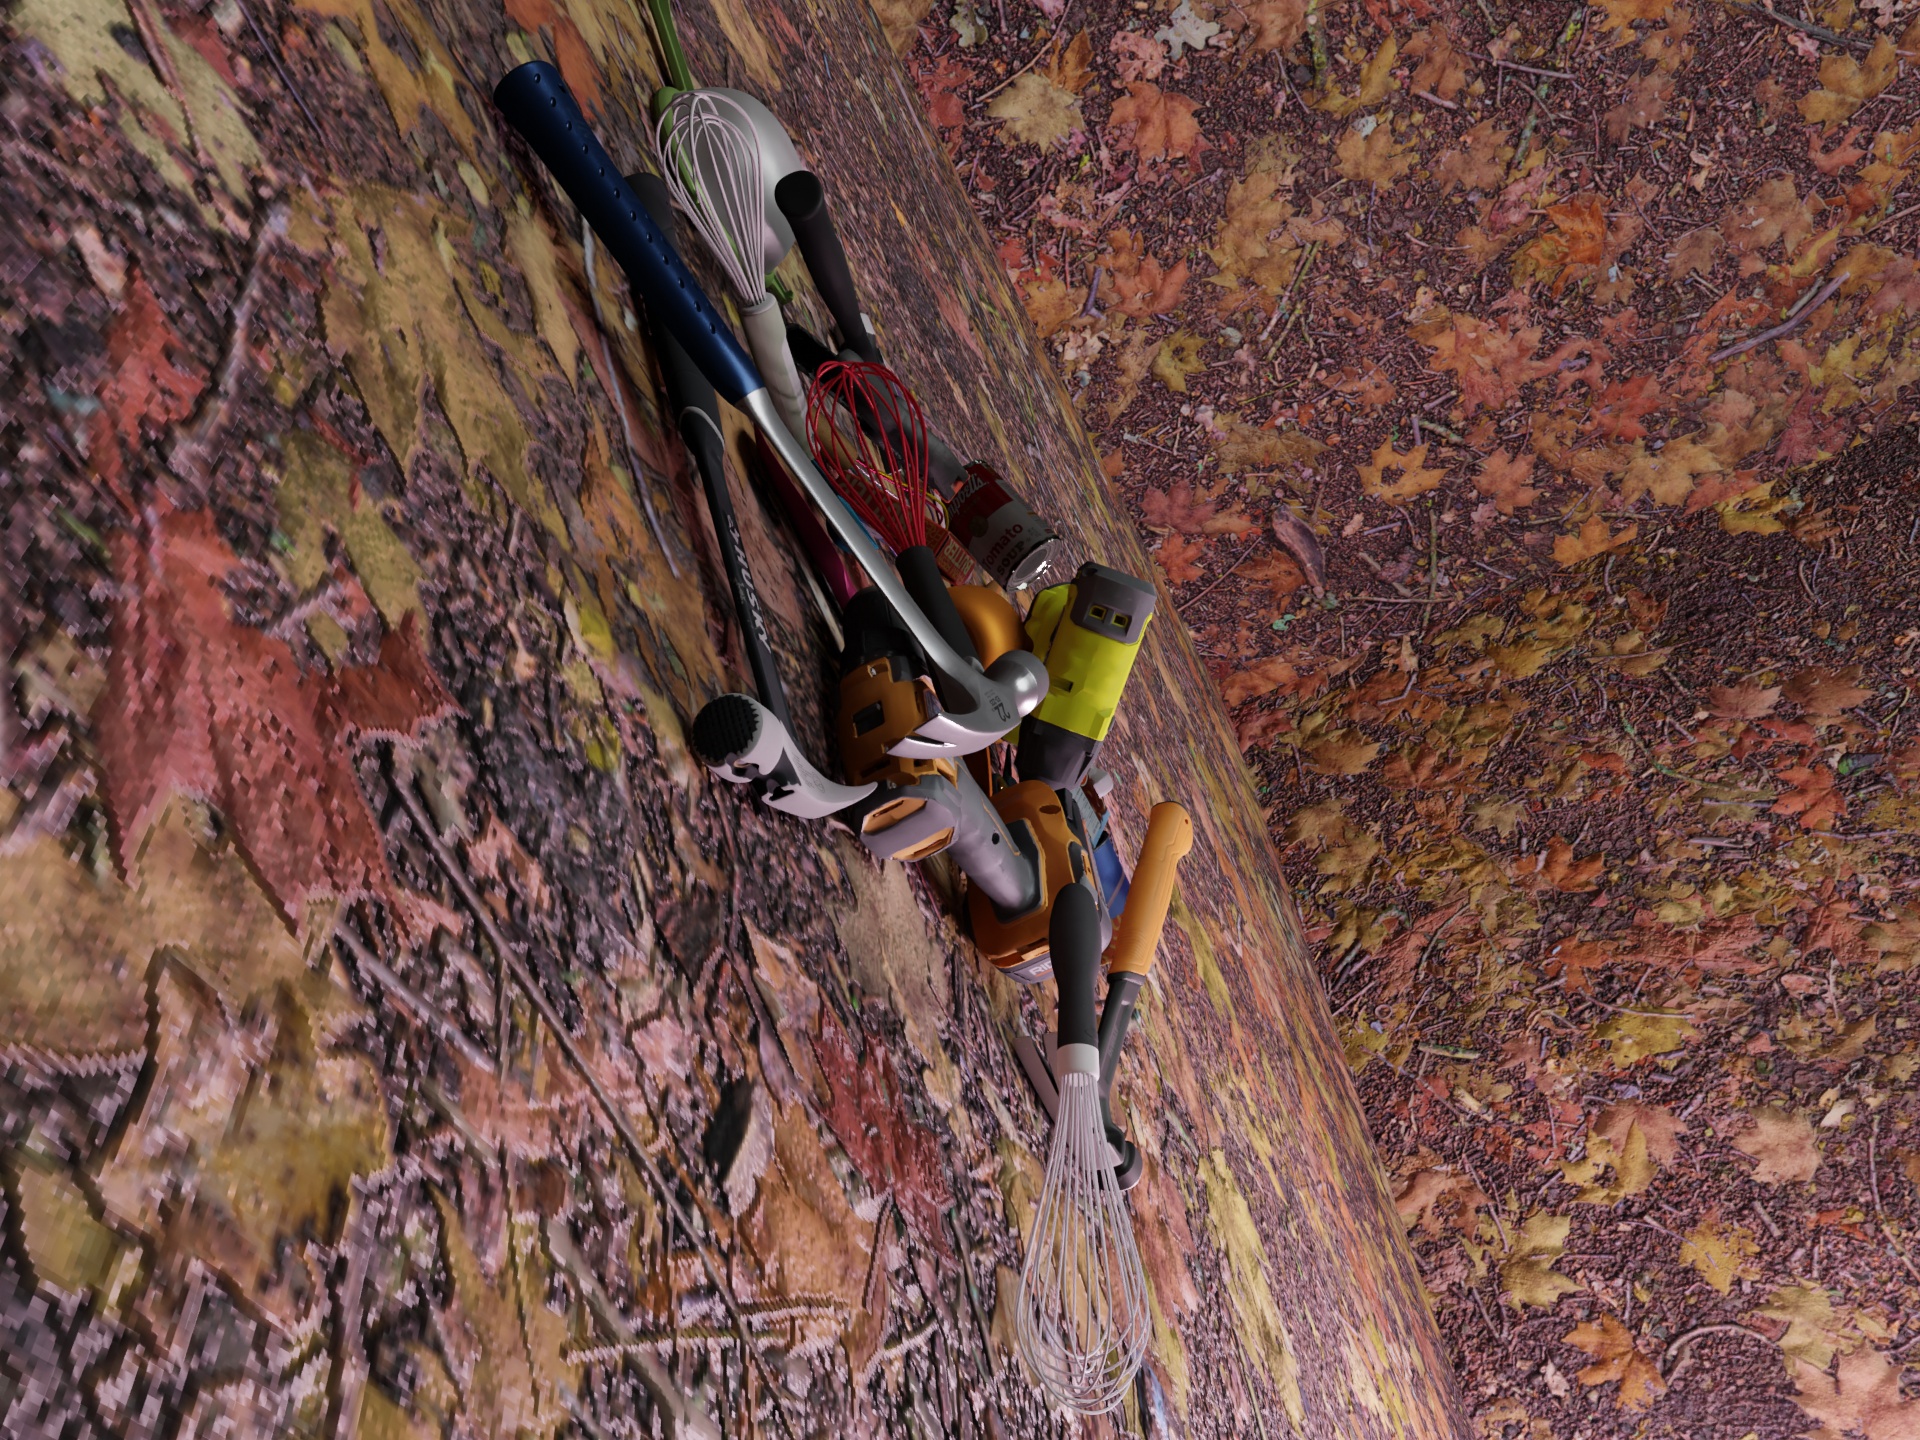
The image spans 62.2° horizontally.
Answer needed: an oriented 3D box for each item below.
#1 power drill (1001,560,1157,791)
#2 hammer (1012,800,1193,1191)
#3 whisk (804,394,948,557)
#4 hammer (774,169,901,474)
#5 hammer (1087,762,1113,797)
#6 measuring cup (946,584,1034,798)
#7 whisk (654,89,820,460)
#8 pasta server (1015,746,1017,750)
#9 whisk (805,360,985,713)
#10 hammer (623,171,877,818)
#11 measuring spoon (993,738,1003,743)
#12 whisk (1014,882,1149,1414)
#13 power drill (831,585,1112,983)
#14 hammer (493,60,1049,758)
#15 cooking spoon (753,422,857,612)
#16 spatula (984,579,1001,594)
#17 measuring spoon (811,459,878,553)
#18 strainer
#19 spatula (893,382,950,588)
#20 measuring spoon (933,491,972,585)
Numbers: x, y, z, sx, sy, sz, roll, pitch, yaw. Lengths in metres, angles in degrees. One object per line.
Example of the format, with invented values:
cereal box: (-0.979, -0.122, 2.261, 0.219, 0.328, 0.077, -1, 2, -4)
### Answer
power drill: (0.075, -0.024, 1.135, 0.223, 0.080, 0.171, -92, -158, -85)
hammer: (0.116, 0.158, 1.109, 0.127, 0.034, 0.337, 61, 30, -23)
whisk: (-0.070, -0.179, 1.132, 0.244, 0.047, 0.051, 40, 30, -56)
hammer: (-0.083, -0.296, 1.166, 0.334, 0.035, 0.146, 62, 7, -77)
hammer: (0.119, -0.033, 1.650, 0.143, 0.038, 0.386, 63, 13, -9)
measuring cup: (-0.002, -0.003, 1.055, 0.052, 0.095, 0.173, -10, 97, -65)
whisk: (-0.125, -0.259, 0.959, 0.058, 0.059, 0.246, -92, 170, -47)
pasta server: (0.060, 0.021, 1.277, 0.316, 0.040, 0.060, -97, 172, -57)
whisk: (-0.033, -0.110, 0.938, 0.073, 0.073, 0.296, 47, 19, -55)
hammer: (-0.128, -0.132, 0.832, 0.149, 0.036, 0.409, 45, 25, -61)
measuring spoon: (0.028, 0.008, 1.263, 0.021, 0.011, 0.117, 67, 13, 3)
whisk: (0.063, 0.212, 0.834, 0.070, 0.070, 0.285, 52, 32, -47)
power drill: (-0.001, 0.036, 0.956, 0.226, 0.084, 0.186, 47, 22, -43)
hammer: (-0.100, -0.152, 0.794, 0.405, 0.035, 0.144, 54, 26, -2)
cooking spoon: (-0.055, -0.046, 1.008, 0.318, 0.017, 0.069, 62, -3, -21)
spatula: (0.025, -0.092, 1.362, 0.323, 0.041, 0.081, -65, 152, -75)
measuring spoon: (-0.086, -0.140, 1.034, 0.042, 0.021, 0.129, 50, 4, -35)
strainer: (-0.165, -0.435, 1.132, 0.151, 0.069, 0.256, 26, 44, -71)
spatula: (-0.034, -0.195, 1.358, 0.059, 0.018, 0.316, 60, 13, -44)
measuring spoon: (-0.009, -0.171, 1.354, 0.034, 0.018, 0.124, -102, 178, -67)
